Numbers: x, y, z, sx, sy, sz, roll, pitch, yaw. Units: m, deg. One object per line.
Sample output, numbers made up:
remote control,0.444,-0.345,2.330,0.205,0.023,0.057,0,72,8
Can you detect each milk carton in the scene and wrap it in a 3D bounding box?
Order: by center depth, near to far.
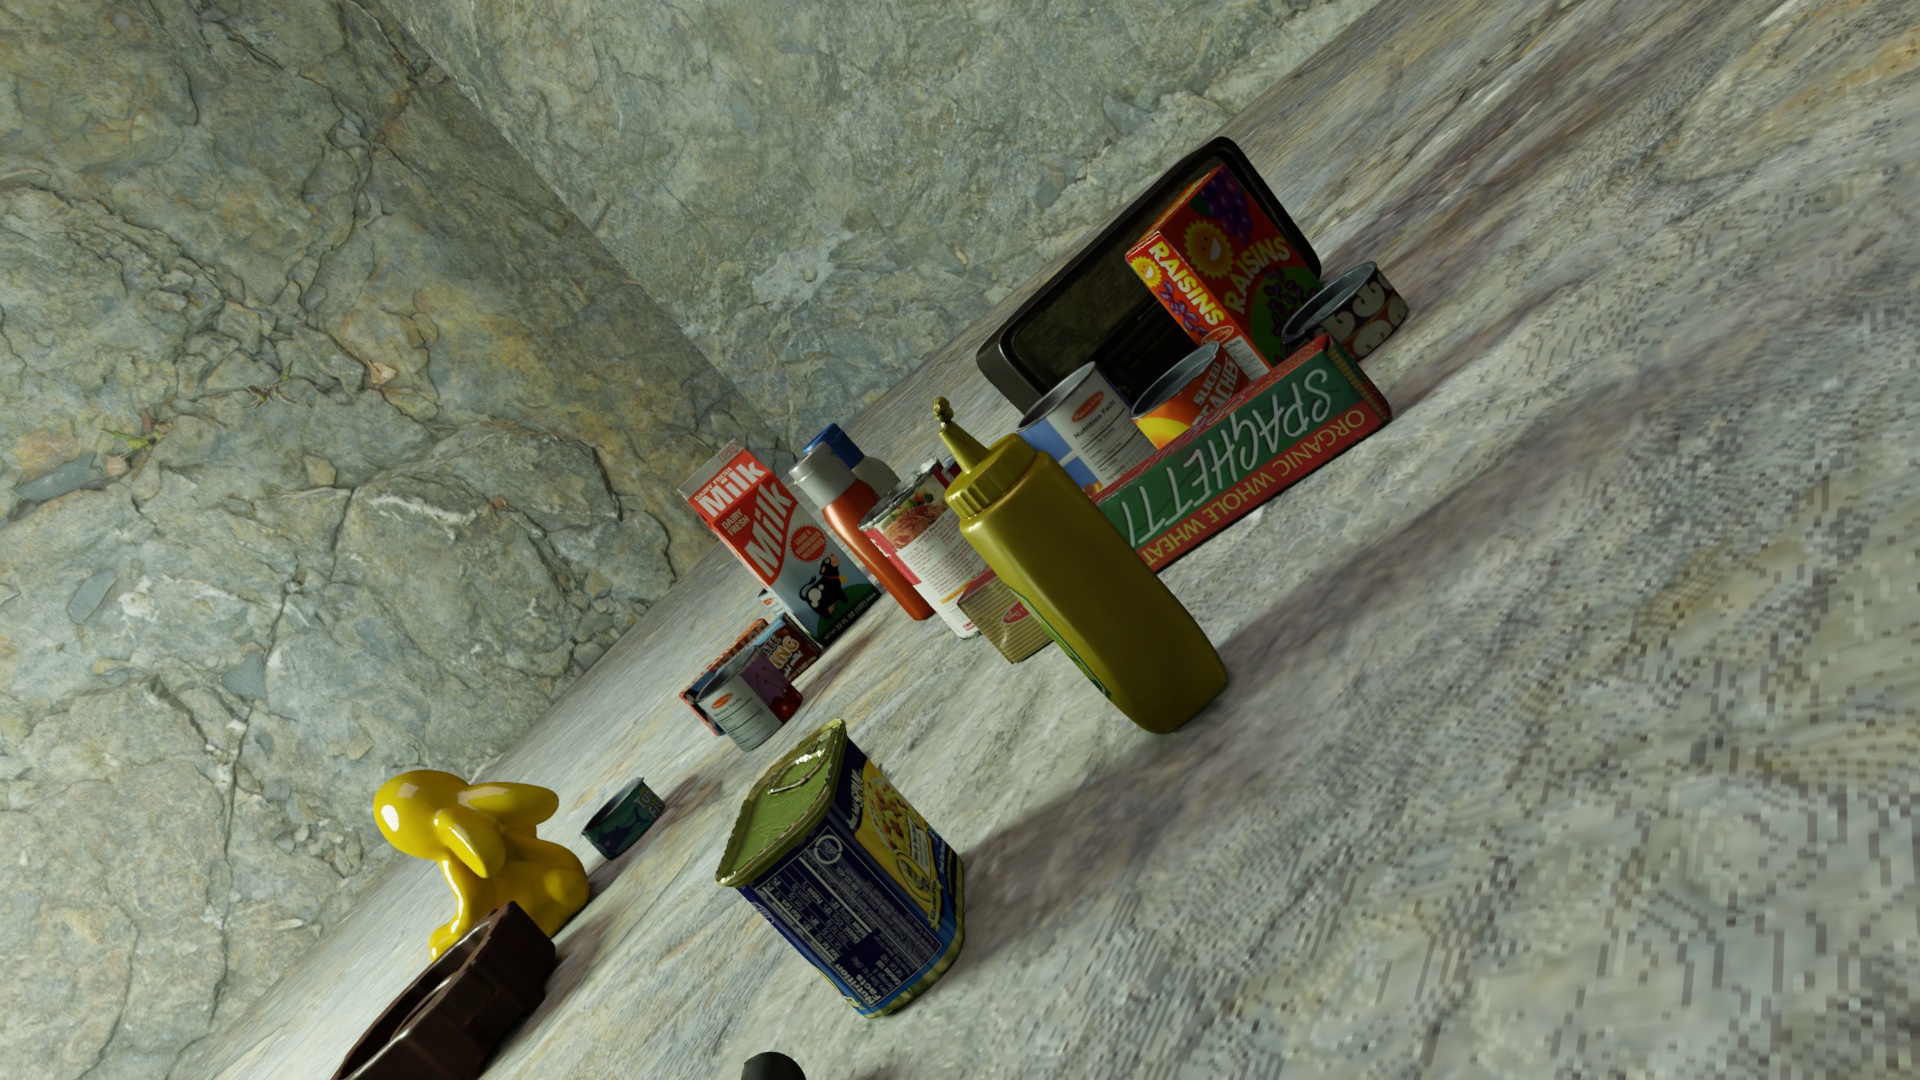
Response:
milk carton,-0.164,0.001,1.250,0.072,0.190,0.073,-44,10,-10

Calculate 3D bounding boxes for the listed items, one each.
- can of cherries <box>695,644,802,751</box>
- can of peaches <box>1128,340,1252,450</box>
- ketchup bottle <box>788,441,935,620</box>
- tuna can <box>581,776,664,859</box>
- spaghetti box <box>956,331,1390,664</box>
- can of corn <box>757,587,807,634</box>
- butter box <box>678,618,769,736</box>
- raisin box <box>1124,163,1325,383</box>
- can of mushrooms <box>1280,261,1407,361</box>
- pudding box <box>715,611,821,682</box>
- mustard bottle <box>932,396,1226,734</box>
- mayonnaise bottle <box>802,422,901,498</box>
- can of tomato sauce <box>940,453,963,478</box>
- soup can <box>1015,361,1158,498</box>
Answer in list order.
can of cherries,-0.169,0.126,1.121,0.071,0.058,0.071,-40,10,9
can of peaches,0.141,-0.071,0.792,0.071,0.058,0.071,-40,10,9
ketchup bottle,-0.067,-0.008,1.042,0.043,0.148,0.065,-41,10,6
tuna can,-0.282,0.233,1.170,0.071,0.033,0.071,-40,10,9
spaghetti box,0.104,-0.016,0.721,0.249,0.050,0.029,-36,11,29
can of corn,-0.156,0.053,1.381,0.071,0.058,0.071,-40,10,9
butter box,-0.201,0.124,1.266,0.104,0.053,0.024,-45,10,-19
raisin box,0.171,-0.160,0.864,0.086,0.123,0.040,-48,11,-31
can of mushrooms,0.218,-0.125,0.796,0.071,0.033,0.071,-40,10,9
pudding box,-0.170,0.109,1.224,0.083,0.049,0.030,-41,10,5
mustard bottle,0.039,0.006,0.555,0.049,0.160,0.065,-42,10,1
mayonnaise bottle,-0.068,-0.031,1.147,0.041,0.148,0.065,-35,12,35
can of tomato sauce,0.004,-0.012,0.987,0.071,0.083,0.071,-40,10,9
soup can,0.086,-0.061,0.879,0.071,0.083,0.071,-40,10,9
